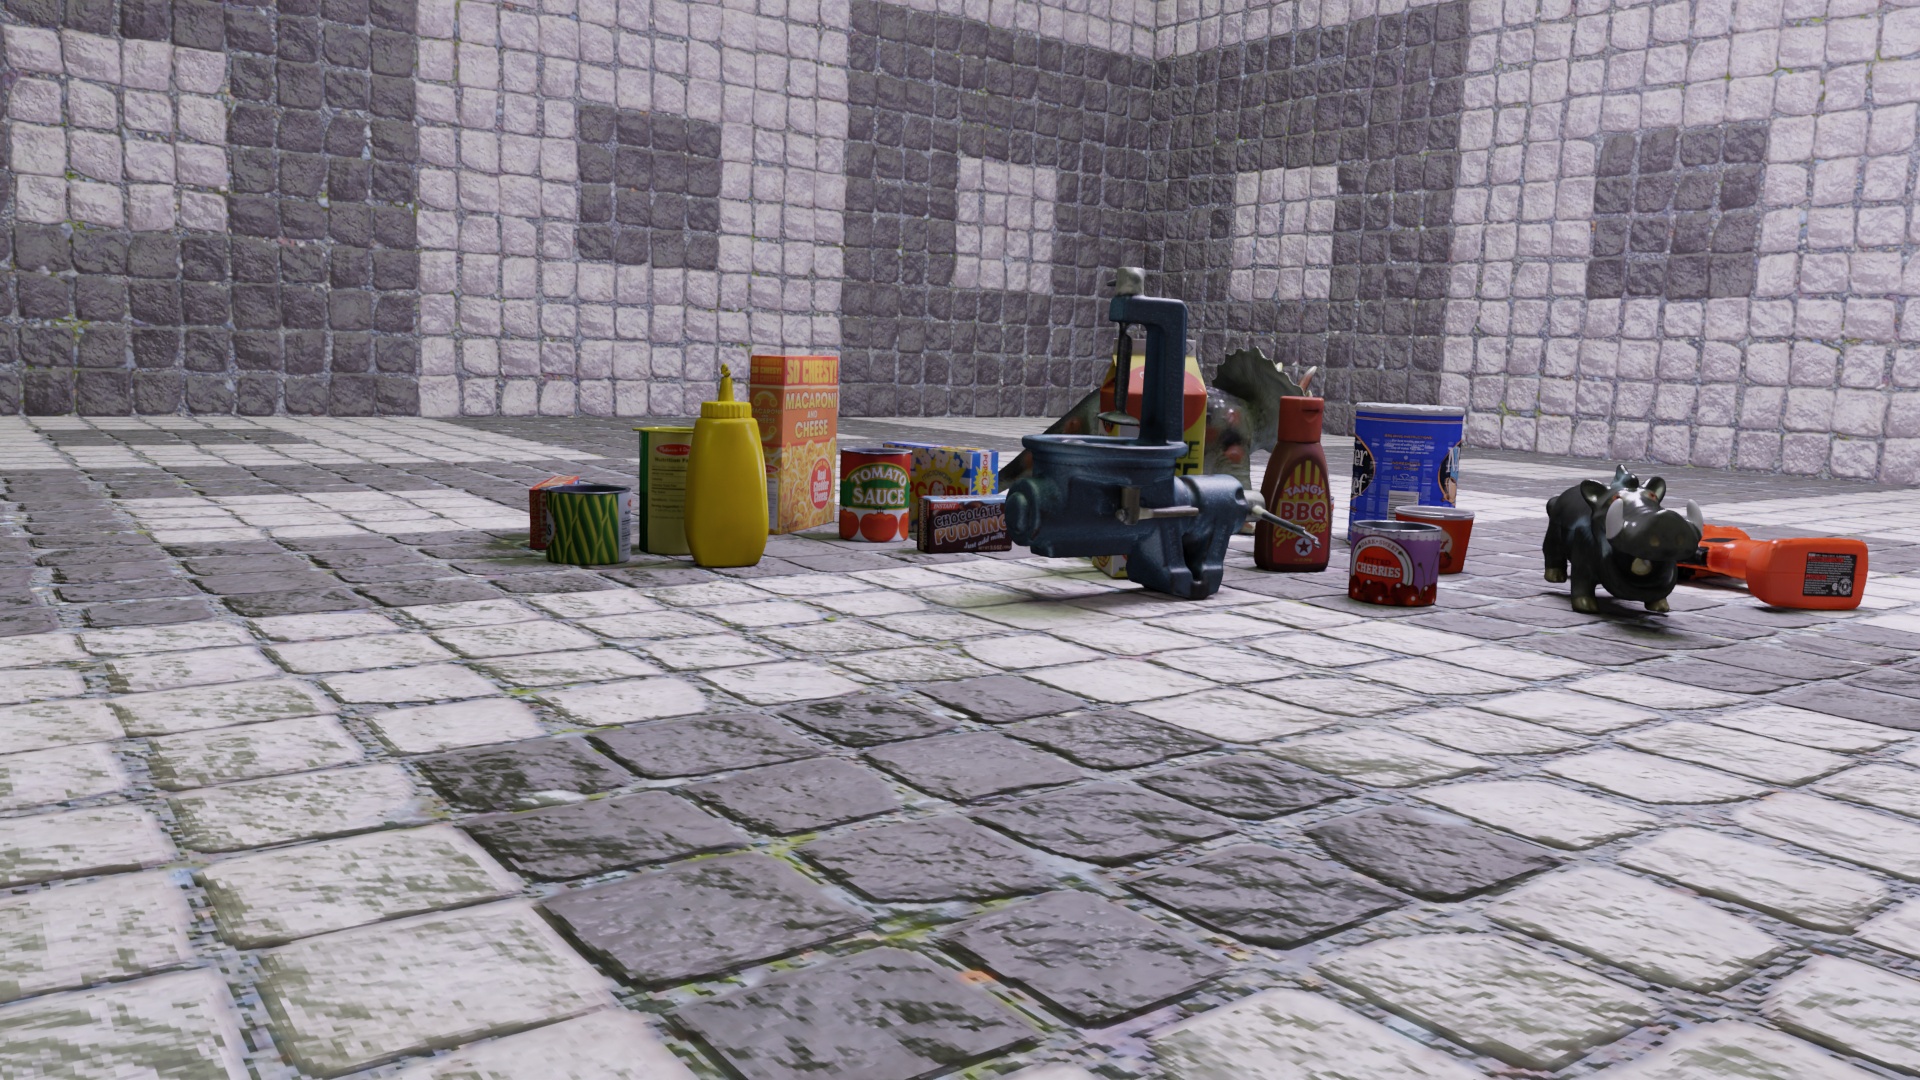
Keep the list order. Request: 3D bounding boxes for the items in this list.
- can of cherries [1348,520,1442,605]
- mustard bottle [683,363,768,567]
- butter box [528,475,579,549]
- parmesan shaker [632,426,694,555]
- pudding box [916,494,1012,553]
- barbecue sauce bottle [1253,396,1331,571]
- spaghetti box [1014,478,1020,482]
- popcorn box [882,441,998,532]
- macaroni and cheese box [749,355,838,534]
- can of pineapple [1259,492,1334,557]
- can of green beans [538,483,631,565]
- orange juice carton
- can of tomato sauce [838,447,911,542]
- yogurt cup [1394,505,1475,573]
[{"bbox_3d":[0.329,0.017,1.058,0.071,0.058,0.071,2,8,0],"label":"can of cherries"},{"bbox_3d":[-0.185,-0.060,1.103,0.065,0.160,0.049,-1,8,-25],"label":"mustard bottle"},{"bbox_3d":[-0.348,-0.025,1.194,0.024,0.053,0.103,2,8,-5],"label":"butter box"},{"bbox_3d":[-0.240,-0.043,1.169,0.071,0.103,0.071,2,7,0],"label":"parmesan shaker"},{"bbox_3d":[0.004,-0.015,1.234,0.084,0.049,0.030,-2,8,-26],"label":"pudding box"},{"bbox_3d":[0.288,-0.049,1.192,0.065,0.148,0.044,1,7,-13],"label":"barbecue sauce bottle"},{"bbox_3d":[0.102,-0.021,1.300,0.029,0.050,0.250,0,8,-17],"label":"spaghetti box"},{"bbox_3d":[-0.022,-0.049,1.342,0.126,0.085,0.038,10,10,44],"label":"popcorn box"},{"bbox_3d":[-0.162,-0.095,1.341,0.040,0.166,0.124,5,8,19],"label":"macaroni and cheese box"},{"bbox_3d":[0.306,-0.014,1.275,0.071,0.057,0.071,2,8,0],"label":"can of pineapple"},{"bbox_3d":[-0.296,-0.013,1.106,0.071,0.057,0.071,2,8,0],"label":"can of green beans"},{"bbox_3d":[0.154,-0.068,1.134,0.072,0.192,0.073,1,7,-9],"label":"orange juice carton"},{"bbox_3d":[-0.079,-0.043,1.288,0.071,0.083,0.071,2,7,0],"label":"can of tomato sauce"},{"bbox_3d":[0.417,-0.001,1.228,0.072,0.054,0.072,2,8,0],"label":"yogurt cup"}]
